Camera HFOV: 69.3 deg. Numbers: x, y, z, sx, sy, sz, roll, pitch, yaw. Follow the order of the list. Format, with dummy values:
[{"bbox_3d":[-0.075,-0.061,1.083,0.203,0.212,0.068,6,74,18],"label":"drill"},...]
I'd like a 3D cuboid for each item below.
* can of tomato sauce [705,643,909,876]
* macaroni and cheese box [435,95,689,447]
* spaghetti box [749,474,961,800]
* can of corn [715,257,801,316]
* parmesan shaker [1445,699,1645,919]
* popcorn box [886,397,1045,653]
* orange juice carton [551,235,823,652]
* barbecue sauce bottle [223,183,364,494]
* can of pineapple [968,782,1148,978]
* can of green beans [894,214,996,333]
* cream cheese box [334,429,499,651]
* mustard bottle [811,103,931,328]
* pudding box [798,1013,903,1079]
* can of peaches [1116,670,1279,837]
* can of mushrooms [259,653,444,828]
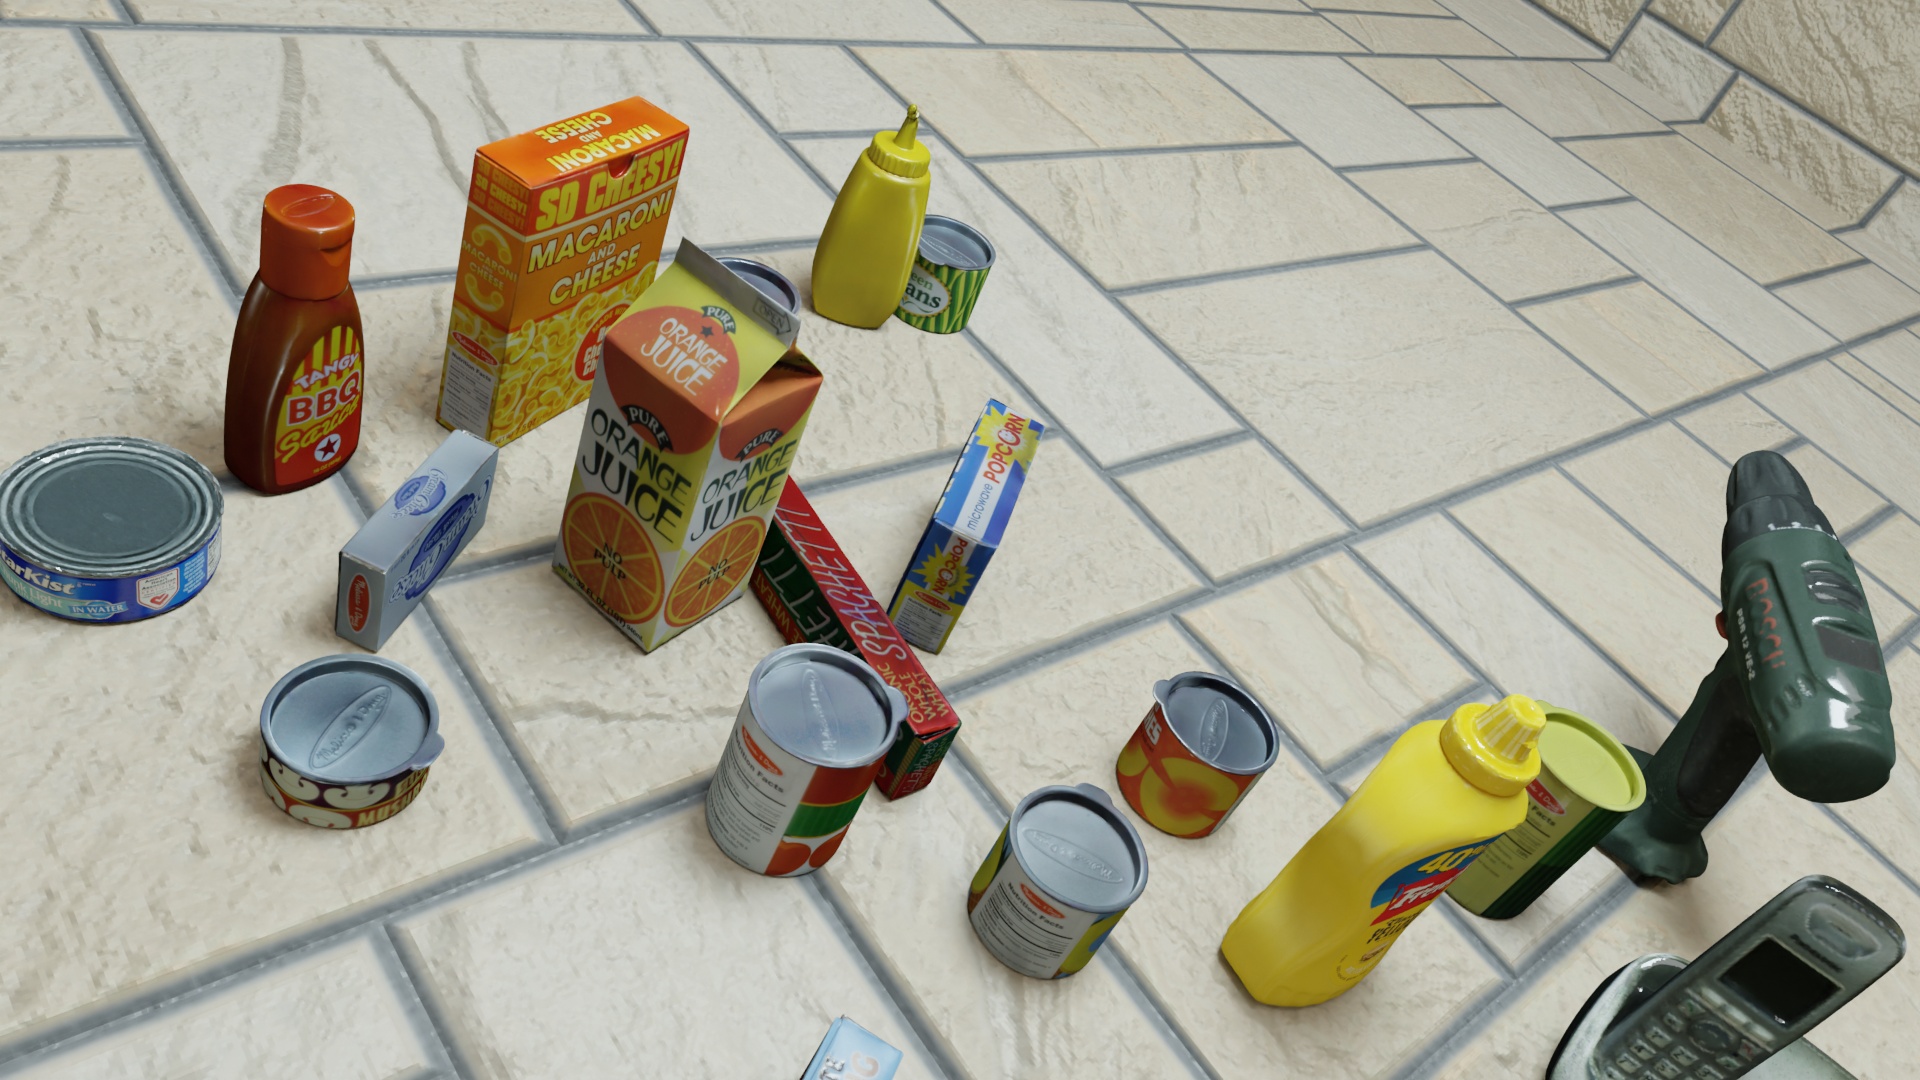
[{"bbox_3d":[-0.069,0.097,0.609,0.071,0.082,0.071,15,39,-13],"label":"can of tomato sauce"},{"bbox_3d":[-0.210,-0.140,0.735,0.040,0.165,0.124,33,39,9],"label":"macaroni and cheese box"},{"bbox_3d":[-0.081,0.021,0.716,0.029,0.050,0.251,-11,51,-38],"label":"spaghetti box"},{"bbox_3d":[-0.140,-0.131,0.850,0.071,0.058,0.071,15,39,-13],"label":"can of corn"},{"bbox_3d":[0.302,0.145,0.743,0.071,0.102,0.072,15,39,-13],"label":"parmesan shaker"},{"bbox_3d":[0.003,-0.010,0.768,0.038,0.084,0.127,25,38,-1],"label":"popcorn box"},{"bbox_3d":[-0.127,-0.045,0.651,0.072,0.191,0.073,38,40,15],"label":"orange juice carton"},{"bbox_3d":[-0.305,-0.092,0.642,0.044,0.147,0.065,33,39,9],"label":"barbecue sauce bottle"},{"bbox_3d":[0.044,0.153,0.627,0.071,0.057,0.071,15,39,-13],"label":"can of pineapple"},{"bbox_3d":[-0.016,-0.189,0.985,0.071,0.057,0.071,15,39,-13],"label":"can of green beans"},{"bbox_3d":[-0.252,-0.002,0.645,0.024,0.053,0.104,24,38,-3],"label":"cream cheese box"},{"bbox_3d":[-0.052,-0.216,0.914,0.065,0.159,0.049,13,40,-16],"label":"mustard bottle"},{"bbox_3d":[-0.055,0.221,0.501,0.030,0.049,0.084,29,38,4],"label":"pudding box"},{"bbox_3d":[0.120,0.110,0.718,0.071,0.057,0.071,15,39,-13],"label":"can of peaches"},{"bbox_3d":[-0.247,0.082,0.567,0.071,0.033,0.071,15,39,-13],"label":"can of mushrooms"}]
